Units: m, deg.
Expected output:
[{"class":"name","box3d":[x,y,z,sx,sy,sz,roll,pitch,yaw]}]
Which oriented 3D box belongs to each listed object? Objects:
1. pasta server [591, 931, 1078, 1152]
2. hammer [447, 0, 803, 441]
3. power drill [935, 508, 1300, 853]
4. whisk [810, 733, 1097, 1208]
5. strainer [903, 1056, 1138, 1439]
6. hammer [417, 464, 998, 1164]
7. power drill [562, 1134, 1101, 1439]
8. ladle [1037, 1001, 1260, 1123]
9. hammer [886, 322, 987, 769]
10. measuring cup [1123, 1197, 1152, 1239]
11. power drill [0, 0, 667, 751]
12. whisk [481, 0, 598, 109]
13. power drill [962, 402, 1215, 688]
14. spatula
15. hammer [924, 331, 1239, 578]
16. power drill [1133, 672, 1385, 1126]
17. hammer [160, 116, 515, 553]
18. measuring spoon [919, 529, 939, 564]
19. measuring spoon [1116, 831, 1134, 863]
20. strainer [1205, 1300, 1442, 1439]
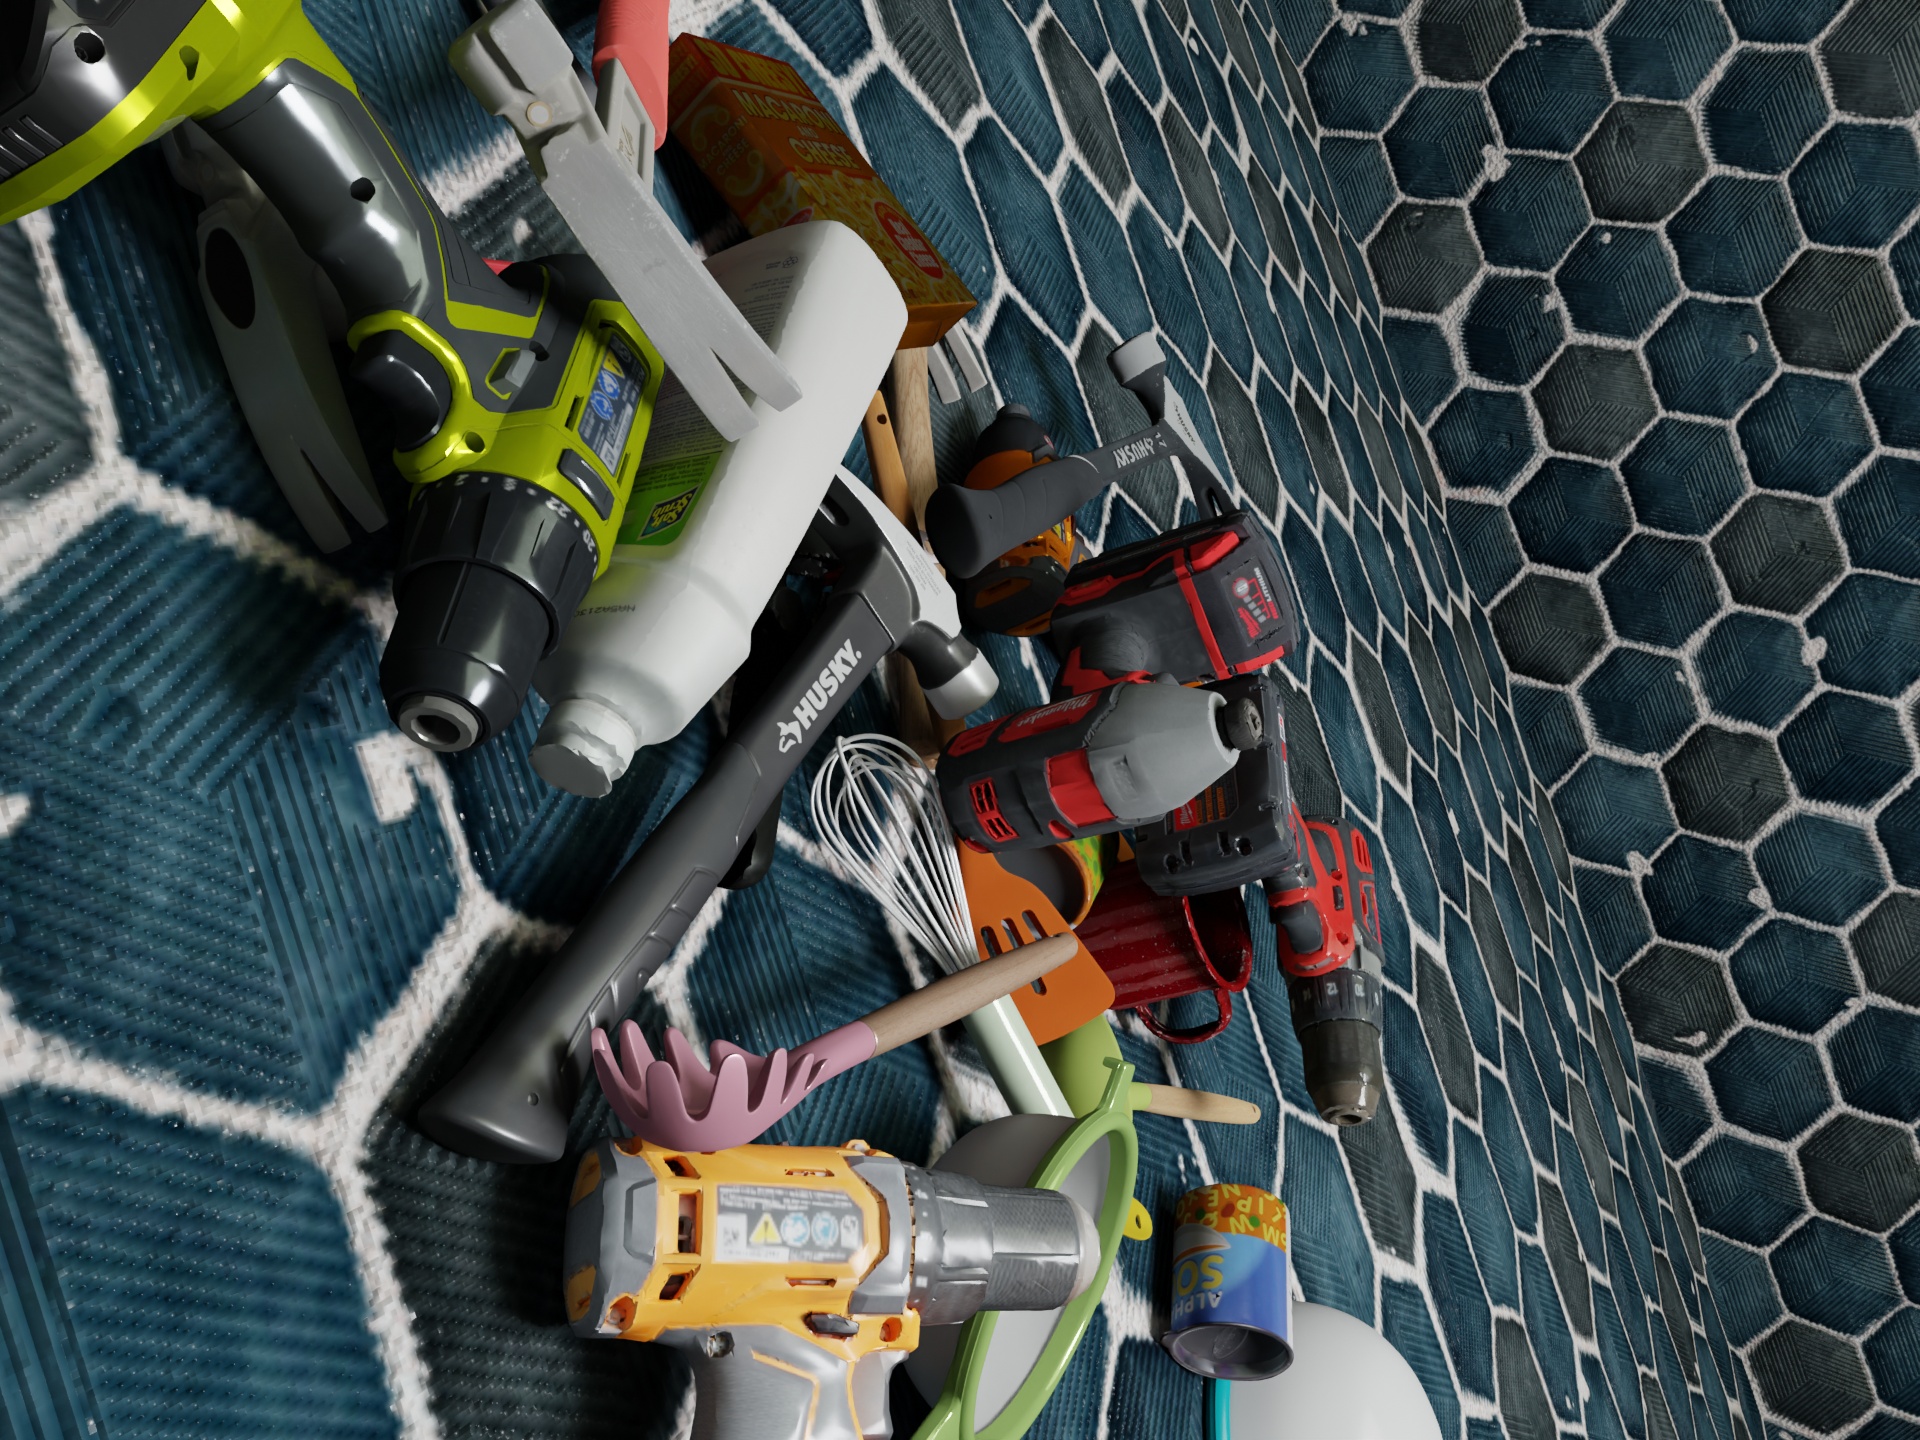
[{"class":"pasta server","box3d":[-0.024,0.108,0.606,0.316,0.060,0.040,-7,100,-62]},{"class":"hammer","box3d":[-0.125,-0.249,0.633,0.149,0.036,0.359,54,13,-35]},{"class":"power drill","box3d":[0.088,-0.018,0.750,0.078,0.143,0.220,64,30,-17]},{"class":"whisk","box3d":[0.003,0.115,0.724,0.246,0.058,0.059,62,5,-5]},{"class":"strainer","box3d":[-0.016,0.245,0.624,0.256,0.069,0.151,-40,141,-46]},{"class":"hammer","box3d":[-0.090,0.025,0.594,0.146,0.035,0.335,56,41,-22]},{"class":"power drill","box3d":[-0.033,0.246,0.499,0.185,0.084,0.226,10,59,-24]},{"class":"ladle","box3d":[0.124,0.211,0.907,0.319,0.062,0.078,28,37,-57]},{"class":"hammer","box3d":[-0.024,-0.127,0.877,0.130,0.031,0.332,32,46,-50]},{"class":"measuring cup","box3d":[0.052,0.239,0.788,0.156,0.029,0.062,40,40,-49]},{"class":"power drill","box3d":[-0.178,-0.119,0.458,0.228,0.080,0.191,52,33,-42]},{"class":"whisk","box3d":[-0.192,-0.311,0.669,0.238,0.055,0.055,61,28,-28]},{"class":"power drill","box3d":[0.081,-0.089,0.997,0.226,0.084,0.164,39,39,-41]},{"class":"spatula","box3d":[-0.001,-0.002,0.771,0.081,0.041,0.322,-16,95,-32]},{"class":"hammer","box3d":[0.077,-0.139,0.921,0.149,0.036,0.409,60,29,-4]},{"class":"power drill","box3d":[0.177,0.101,0.874,0.226,0.080,0.188,47,35,-43]},{"class":"hammer","box3d":[-0.143,-0.156,0.669,0.386,0.038,0.143,-22,93,-63]},{"class":"measuring spoon","box3d":[-0.049,-0.099,0.790,0.124,0.018,0.034,11,63,-40]},{"class":"measuring spoon","box3d":[0.086,0.069,0.982,0.116,0.011,0.021,53,33,-38]},{"class":"strainer","box3d":[0.224,0.480,0.873,0.210,0.095,0.341,46,35,-40]}]
